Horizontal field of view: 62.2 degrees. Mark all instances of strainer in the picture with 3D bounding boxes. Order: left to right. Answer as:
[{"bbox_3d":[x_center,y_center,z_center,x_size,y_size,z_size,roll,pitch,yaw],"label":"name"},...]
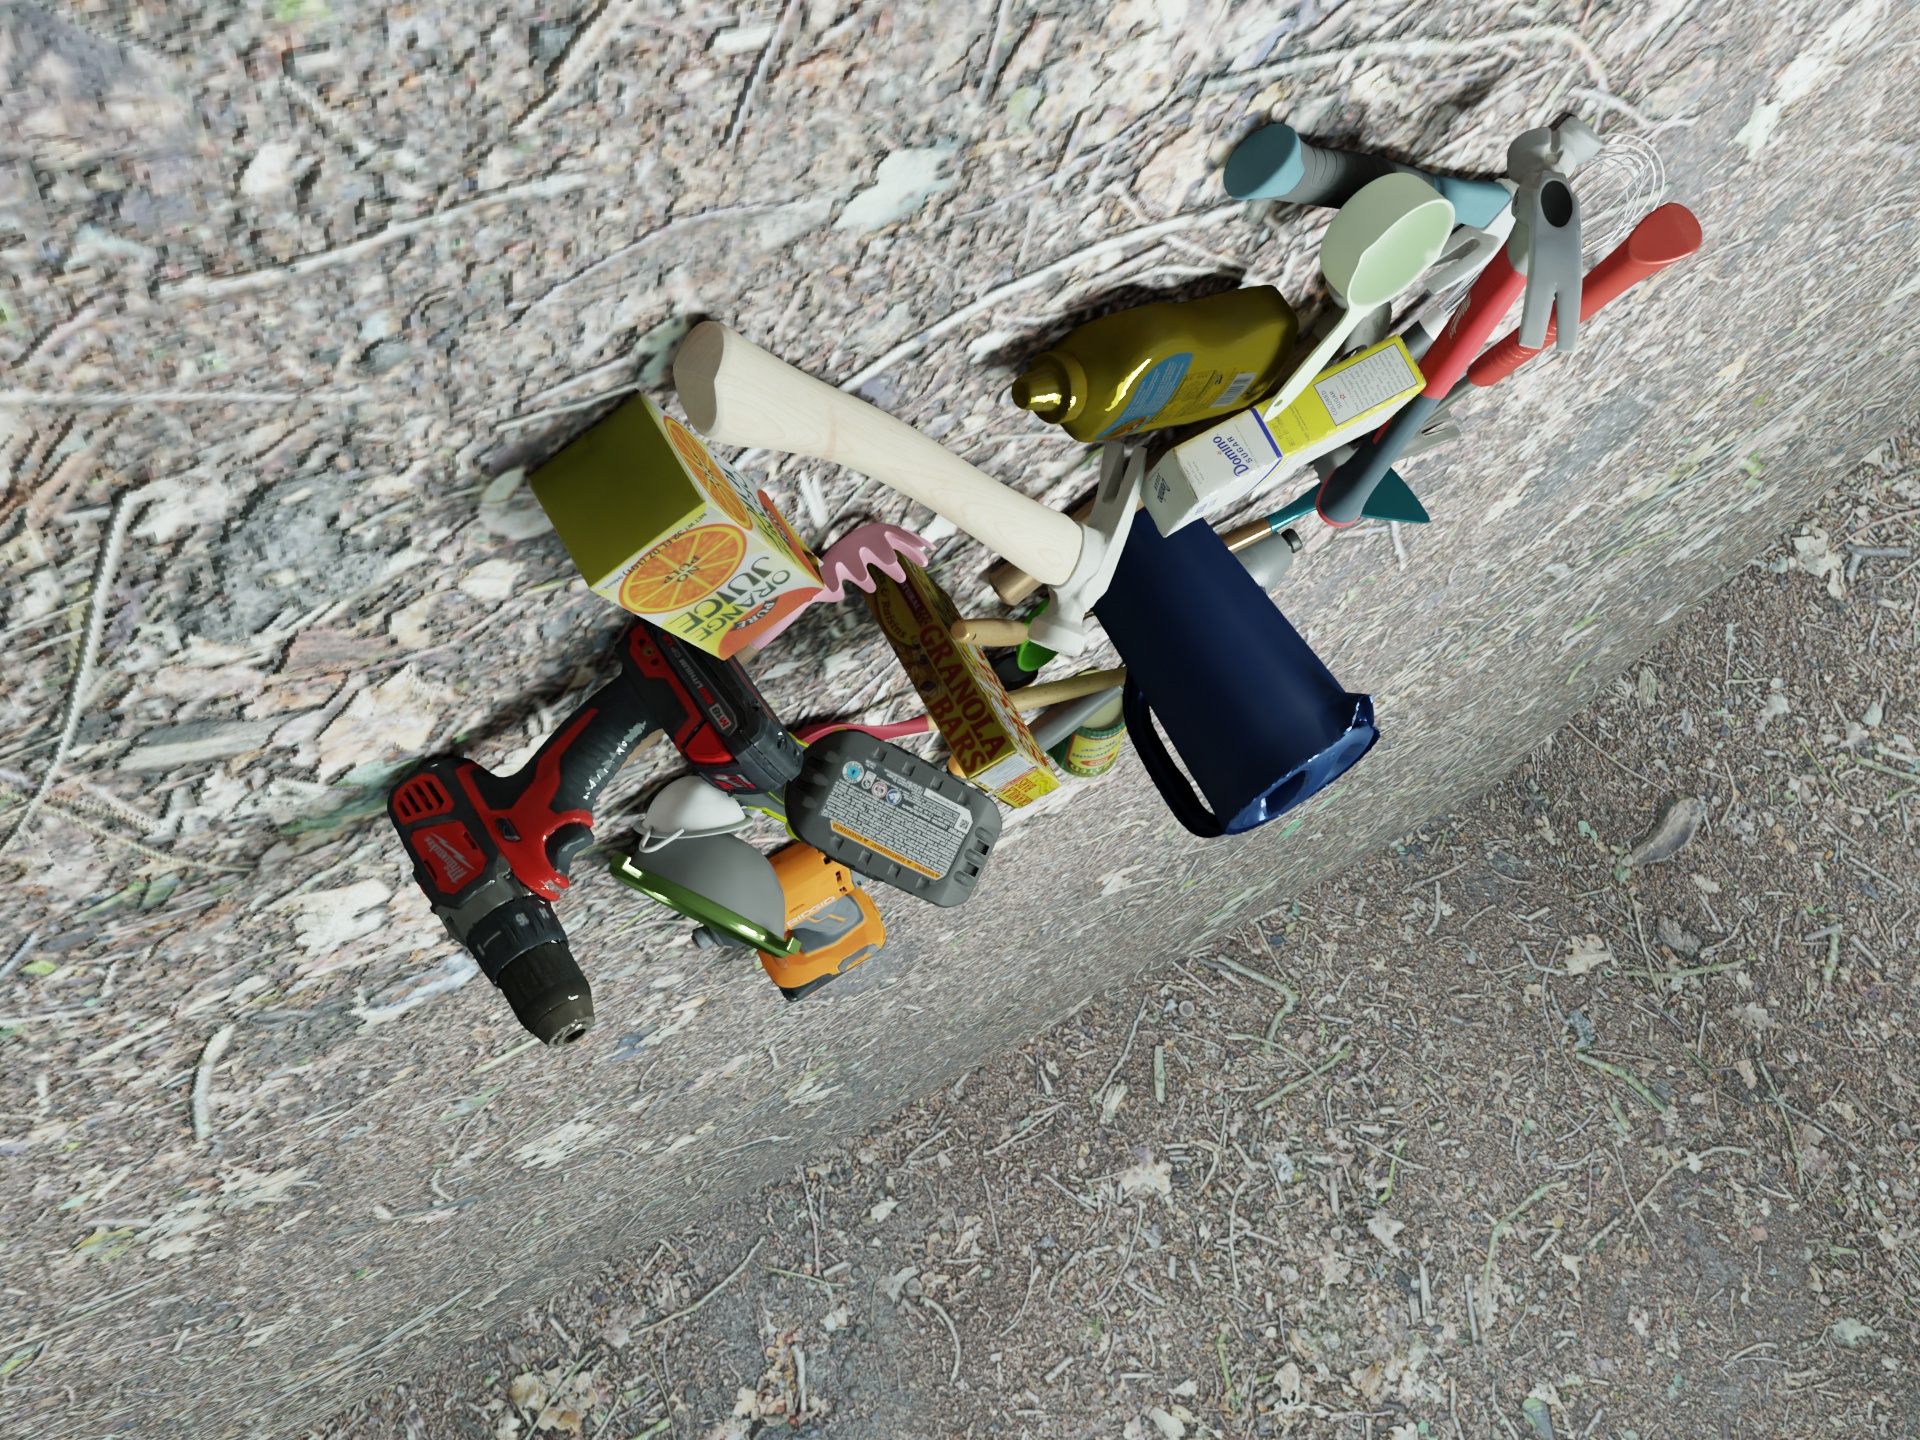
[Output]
[{"bbox_3d":[-0.197,0.127,1.267,0.069,0.151,0.256,-64,-173,-11],"label":"strainer"},{"bbox_3d":[-0.165,0.063,1.212,0.087,0.050,0.258,2,-178,24],"label":"strainer"}]

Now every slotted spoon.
[{"bbox_3d":[0.037,-0.064,1.125,0.070,0.031,0.313,-60,170,10],"label":"slotted spoon"}]

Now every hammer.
[{"bbox_3d":[-0.010,-0.145,0.900,0.410,0.038,0.146,17,93,-58],"label":"hammer"},{"bbox_3d":[0.013,0.031,1.405,0.127,0.034,0.336,-22,161,-25],"label":"hammer"},{"bbox_3d":[0.158,-0.188,1.113,0.331,0.031,0.130,-37,160,14],"label":"hammer"},{"bbox_3d":[0.267,-0.321,0.957,0.331,0.033,0.128,-12,151,-45],"label":"hammer"},{"bbox_3d":[0.315,-0.214,1.073,0.038,0.143,0.386,8,160,-3],"label":"hammer"},{"bbox_3d":[0.408,-0.270,1.169,0.149,0.037,0.359,-23,174,-23],"label":"hammer"}]

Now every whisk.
[{"bbox_3d":[0.129,-0.031,1.312,0.239,0.055,0.055,-36,161,20],"label":"whisk"},{"bbox_3d":[0.366,-0.302,1.128,0.284,0.070,0.070,-39,161,31],"label":"whisk"}]

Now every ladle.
[{"bbox_3d":[-0.002,-0.004,1.234,0.315,0.031,0.069,-14,153,-14],"label":"ladle"}]

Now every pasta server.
[{"bbox_3d":[-0.147,-0.029,1.018,0.316,0.040,0.060,-38,171,19],"label":"pasta server"}]

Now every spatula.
[{"bbox_3d":[0.230,-0.142,1.305,0.317,0.082,0.044,-24,148,-4],"label":"spatula"}]

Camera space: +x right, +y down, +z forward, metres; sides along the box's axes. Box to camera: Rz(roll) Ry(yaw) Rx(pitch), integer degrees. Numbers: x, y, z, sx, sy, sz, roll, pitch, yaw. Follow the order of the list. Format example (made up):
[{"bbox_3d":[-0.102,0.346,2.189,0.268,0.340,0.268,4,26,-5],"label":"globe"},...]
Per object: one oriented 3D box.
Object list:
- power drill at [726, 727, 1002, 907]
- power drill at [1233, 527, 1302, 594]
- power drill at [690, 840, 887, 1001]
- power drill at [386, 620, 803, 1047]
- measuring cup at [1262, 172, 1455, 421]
[{"bbox_3d":[-0.055,0.067,1.076,0.080,0.190,0.228,-64,-166,-7],"label":"power drill"},{"bbox_3d":[0.240,-0.093,1.417,0.143,0.079,0.219,-32,158,0],"label":"power drill"},{"bbox_3d":[-0.156,0.187,1.476,0.164,0.084,0.226,-29,156,-8],"label":"power drill"},{"bbox_3d":[-0.204,0.059,0.924,0.226,0.188,0.080,-36,159,-2],"label":"power drill"},{"bbox_3d":[0.220,-0.249,0.938,0.083,0.038,0.167,-14,151,-43],"label":"measuring cup"}]
